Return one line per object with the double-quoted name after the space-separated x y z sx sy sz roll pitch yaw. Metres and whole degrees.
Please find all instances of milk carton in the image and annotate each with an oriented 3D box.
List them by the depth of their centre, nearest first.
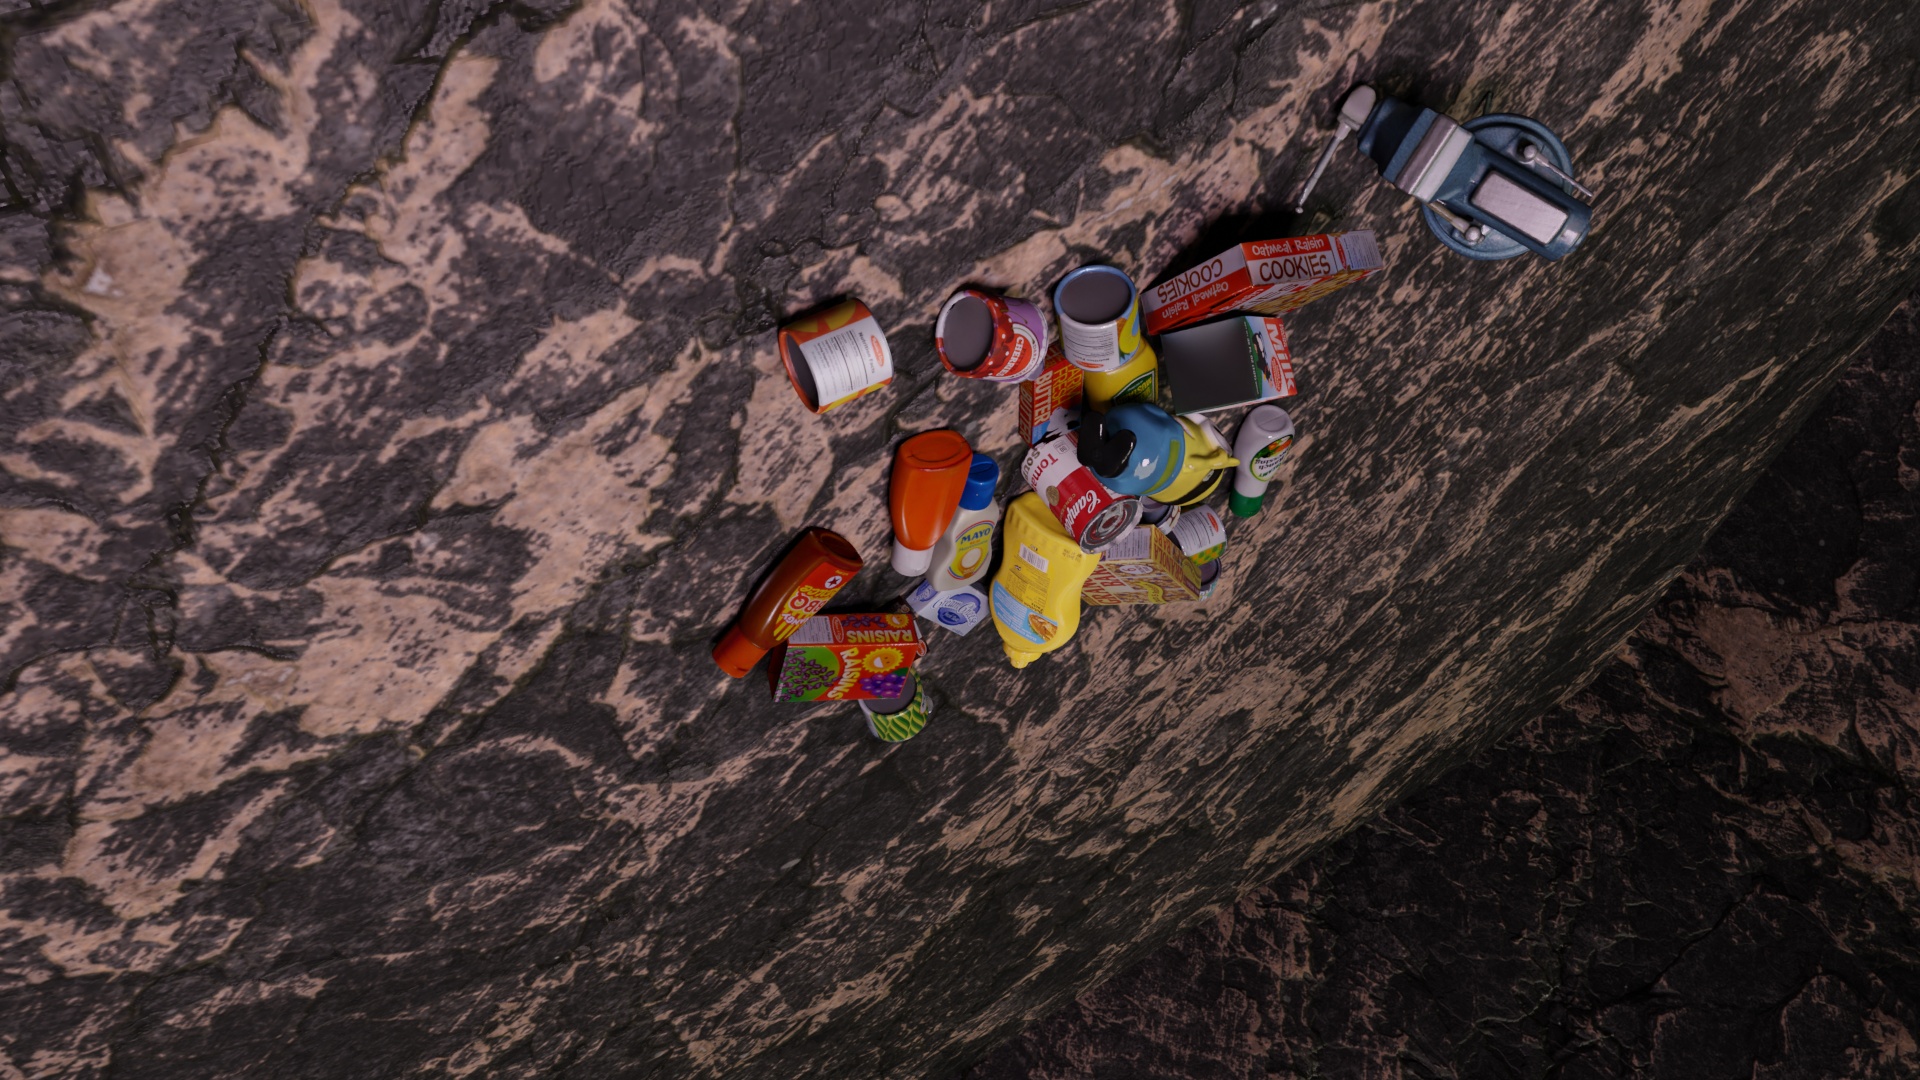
0.244 -0.155 1.226 0.073 0.072 0.191 -10 -178 27 "milk carton"

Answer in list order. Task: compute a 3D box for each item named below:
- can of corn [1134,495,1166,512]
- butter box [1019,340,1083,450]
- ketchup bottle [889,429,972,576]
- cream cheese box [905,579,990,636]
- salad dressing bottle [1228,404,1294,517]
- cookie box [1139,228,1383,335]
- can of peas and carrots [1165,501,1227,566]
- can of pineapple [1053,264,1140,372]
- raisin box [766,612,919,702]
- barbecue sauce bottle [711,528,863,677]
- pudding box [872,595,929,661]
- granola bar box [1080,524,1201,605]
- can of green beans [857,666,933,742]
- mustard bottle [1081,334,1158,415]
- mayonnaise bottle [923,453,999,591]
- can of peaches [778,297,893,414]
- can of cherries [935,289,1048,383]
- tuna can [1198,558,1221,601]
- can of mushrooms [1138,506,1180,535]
0.186 -0.073 1.347 0.071 0.058 0.070 -26 149 -17 "can of corn"
0.078 -0.126 1.191 0.053 0.024 0.103 -28 150 -16 "butter box"
-0.032 -0.028 1.192 0.065 0.044 0.148 -16 145 -26 "ketchup bottle"
-0.007 0.059 1.363 0.053 0.024 0.103 -43 150 9 "cream cheese box"
0.318 -0.082 1.490 0.064 0.044 0.146 -25 149 -18 "salad dressing bottle"
0.254 -0.217 1.174 0.168 0.040 0.122 -14 176 -35 "cookie box"
0.244 -0.001 1.504 0.059 0.071 0.070 -21 147 -24 "can of peas and carrots"
0.110 -0.179 1.110 0.071 0.071 0.057 -32 150 -9 "can of pineapple"
-0.108 0.107 1.272 0.123 0.040 0.085 1 136 -20 "raisin box"
-0.152 0.055 1.183 0.148 0.044 0.065 -45 150 15 "barbecue sauce bottle"
-0.063 0.094 1.347 0.050 0.030 0.083 -33 150 -9 "pudding box"
0.163 0.027 1.417 0.124 0.039 0.165 -4 162 25 "granola bar box"
-0.068 0.161 1.400 0.071 0.071 0.057 -30 149 -12 "can of green beans"
0.146 -0.127 1.237 0.065 0.049 0.159 -34 150 -5 "mustard bottle"
0.004 -0.016 1.251 0.065 0.041 0.147 -19 147 -25 "mayonnaise bottle"
-0.088 -0.128 0.971 0.058 0.071 0.071 -26 149 -19 "can of peaches"
0.025 -0.152 1.048 0.058 0.072 0.071 1 134 -47 "can of cherries"
0.261 0.037 1.571 0.071 0.071 0.032 -24 149 -21 "tuna can"
0.186 -0.037 1.393 0.071 0.071 0.033 -39 152 4 "can of mushrooms"
